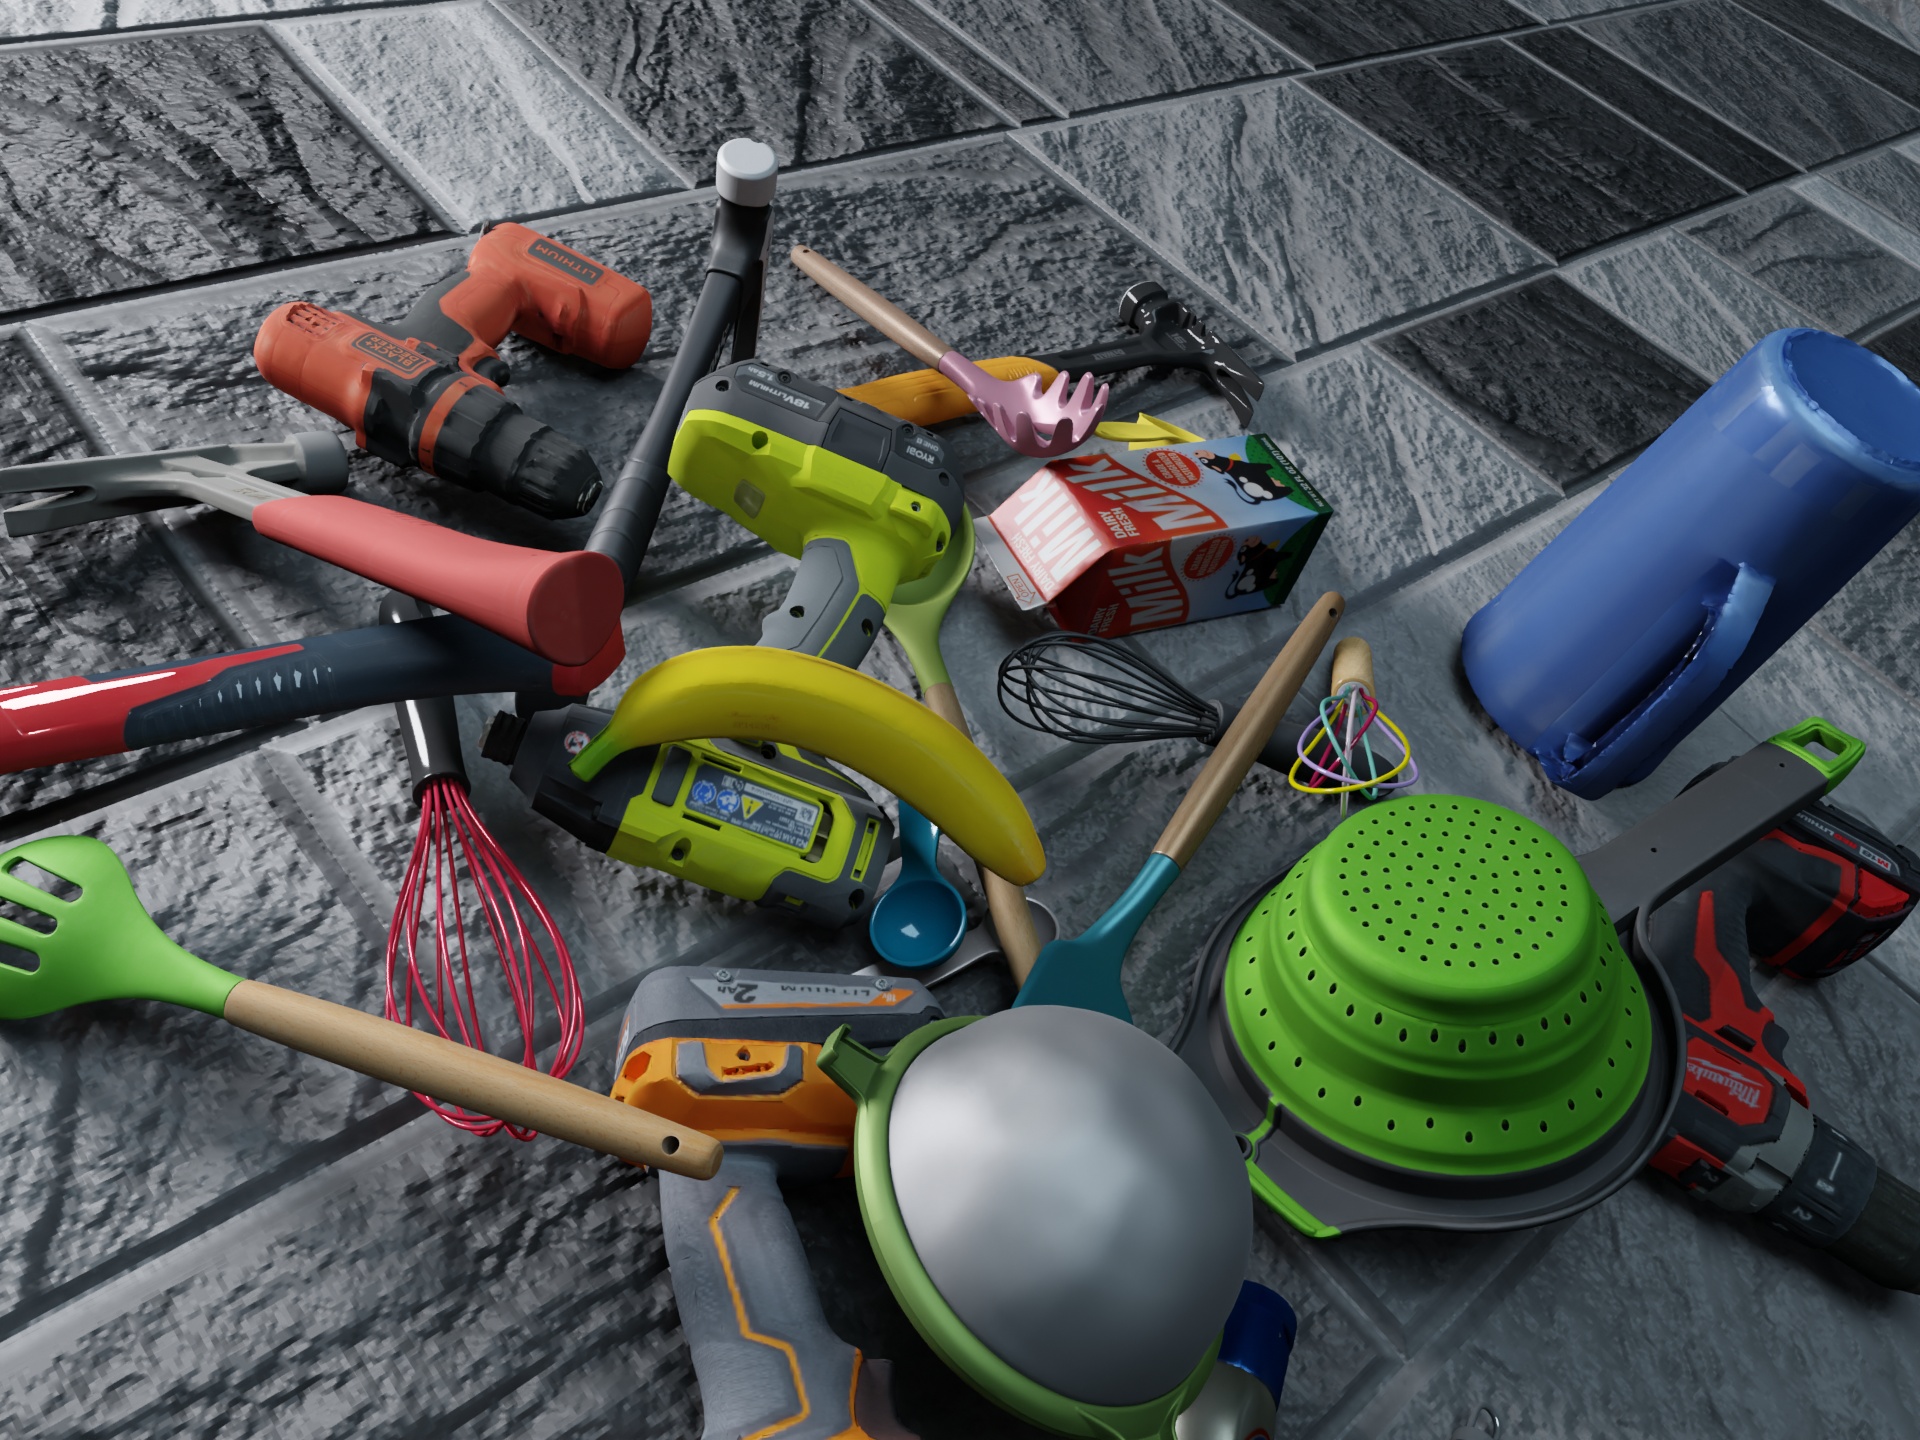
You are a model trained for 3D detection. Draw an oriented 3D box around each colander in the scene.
[{"bbox_3d":[0.267,0.064,0.690,0.397,0.094,0.205,-27,45,-21],"label":"colander"}]

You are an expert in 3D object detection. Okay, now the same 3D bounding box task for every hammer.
[{"bbox_3d":[-0.325,-0.014,0.607,0.386,0.038,0.143,-11,51,-10],"label":"hammer"},{"bbox_3d":[-0.153,-0.132,0.800,0.035,0.146,0.335,15,57,-3],"label":"hammer"},{"bbox_3d":[-0.253,-0.073,0.627,0.149,0.036,0.359,-18,25,-39],"label":"hammer"},{"bbox_3d":[0.032,-0.203,0.973,0.337,0.034,0.127,-19,56,-32],"label":"hammer"}]

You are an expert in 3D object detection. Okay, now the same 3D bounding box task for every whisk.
[{"bbox_3d":[0.189,-0.006,0.783,0.051,0.047,0.245,47,20,-2],"label":"whisk"},{"bbox_3d":[0.122,0.004,0.781,0.238,0.055,0.055,16,43,-25],"label":"whisk"},{"bbox_3d":[-0.207,0.043,0.645,0.073,0.073,0.296,-6,46,-24],"label":"whisk"}]

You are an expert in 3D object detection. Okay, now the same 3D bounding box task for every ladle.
[{"bbox_3d":[-0.001,-0.002,0.746,0.078,0.062,0.321,-1,47,-19],"label":"ladle"}]

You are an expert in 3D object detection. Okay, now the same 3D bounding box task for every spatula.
[{"bbox_3d":[0.112,0.046,0.713,0.082,0.044,0.318,47,58,-16],"label":"spatula"}]

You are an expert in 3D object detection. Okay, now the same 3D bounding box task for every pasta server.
[{"bbox_3d":[-0.021,-0.224,0.922,0.060,0.040,0.317,-23,44,-23],"label":"pasta server"}]

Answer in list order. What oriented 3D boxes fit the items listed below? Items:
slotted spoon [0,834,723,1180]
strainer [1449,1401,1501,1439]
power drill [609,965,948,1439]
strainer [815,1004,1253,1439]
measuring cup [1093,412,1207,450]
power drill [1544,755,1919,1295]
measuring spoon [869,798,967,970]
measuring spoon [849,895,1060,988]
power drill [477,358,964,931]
[{"bbox_3d":[-0.224,0.101,0.542,0.314,0.031,0.070,15,69,14],"label":"slotted spoon"},{"bbox_3d":[0.132,0.319,0.516,0.087,0.050,0.258,47,43,7],"label":"strainer"},{"bbox_3d":[-0.044,0.202,0.538,0.164,0.084,0.227,6,50,-17],"label":"power drill"},{"bbox_3d":[0.062,0.187,0.490,0.151,0.069,0.257,10,42,-39],"label":"strainer"},{"bbox_3d":[0.105,-0.154,0.916,0.062,0.029,0.156,31,21,22],"label":"measuring cup"},{"bbox_3d":[0.387,0.140,0.748,0.188,0.080,0.227,33,49,13],"label":"power drill"},{"bbox_3d":[-0.015,0.053,0.696,0.042,0.021,0.129,-8,54,12],"label":"measuring spoon"},{"bbox_3d":[-0.013,0.108,0.683,0.124,0.018,0.034,-19,51,-24],"label":"measuring spoon"},{"bbox_3d":[-0.095,-0.038,0.697,0.171,0.080,0.223,22,64,-12],"label":"power drill"}]
